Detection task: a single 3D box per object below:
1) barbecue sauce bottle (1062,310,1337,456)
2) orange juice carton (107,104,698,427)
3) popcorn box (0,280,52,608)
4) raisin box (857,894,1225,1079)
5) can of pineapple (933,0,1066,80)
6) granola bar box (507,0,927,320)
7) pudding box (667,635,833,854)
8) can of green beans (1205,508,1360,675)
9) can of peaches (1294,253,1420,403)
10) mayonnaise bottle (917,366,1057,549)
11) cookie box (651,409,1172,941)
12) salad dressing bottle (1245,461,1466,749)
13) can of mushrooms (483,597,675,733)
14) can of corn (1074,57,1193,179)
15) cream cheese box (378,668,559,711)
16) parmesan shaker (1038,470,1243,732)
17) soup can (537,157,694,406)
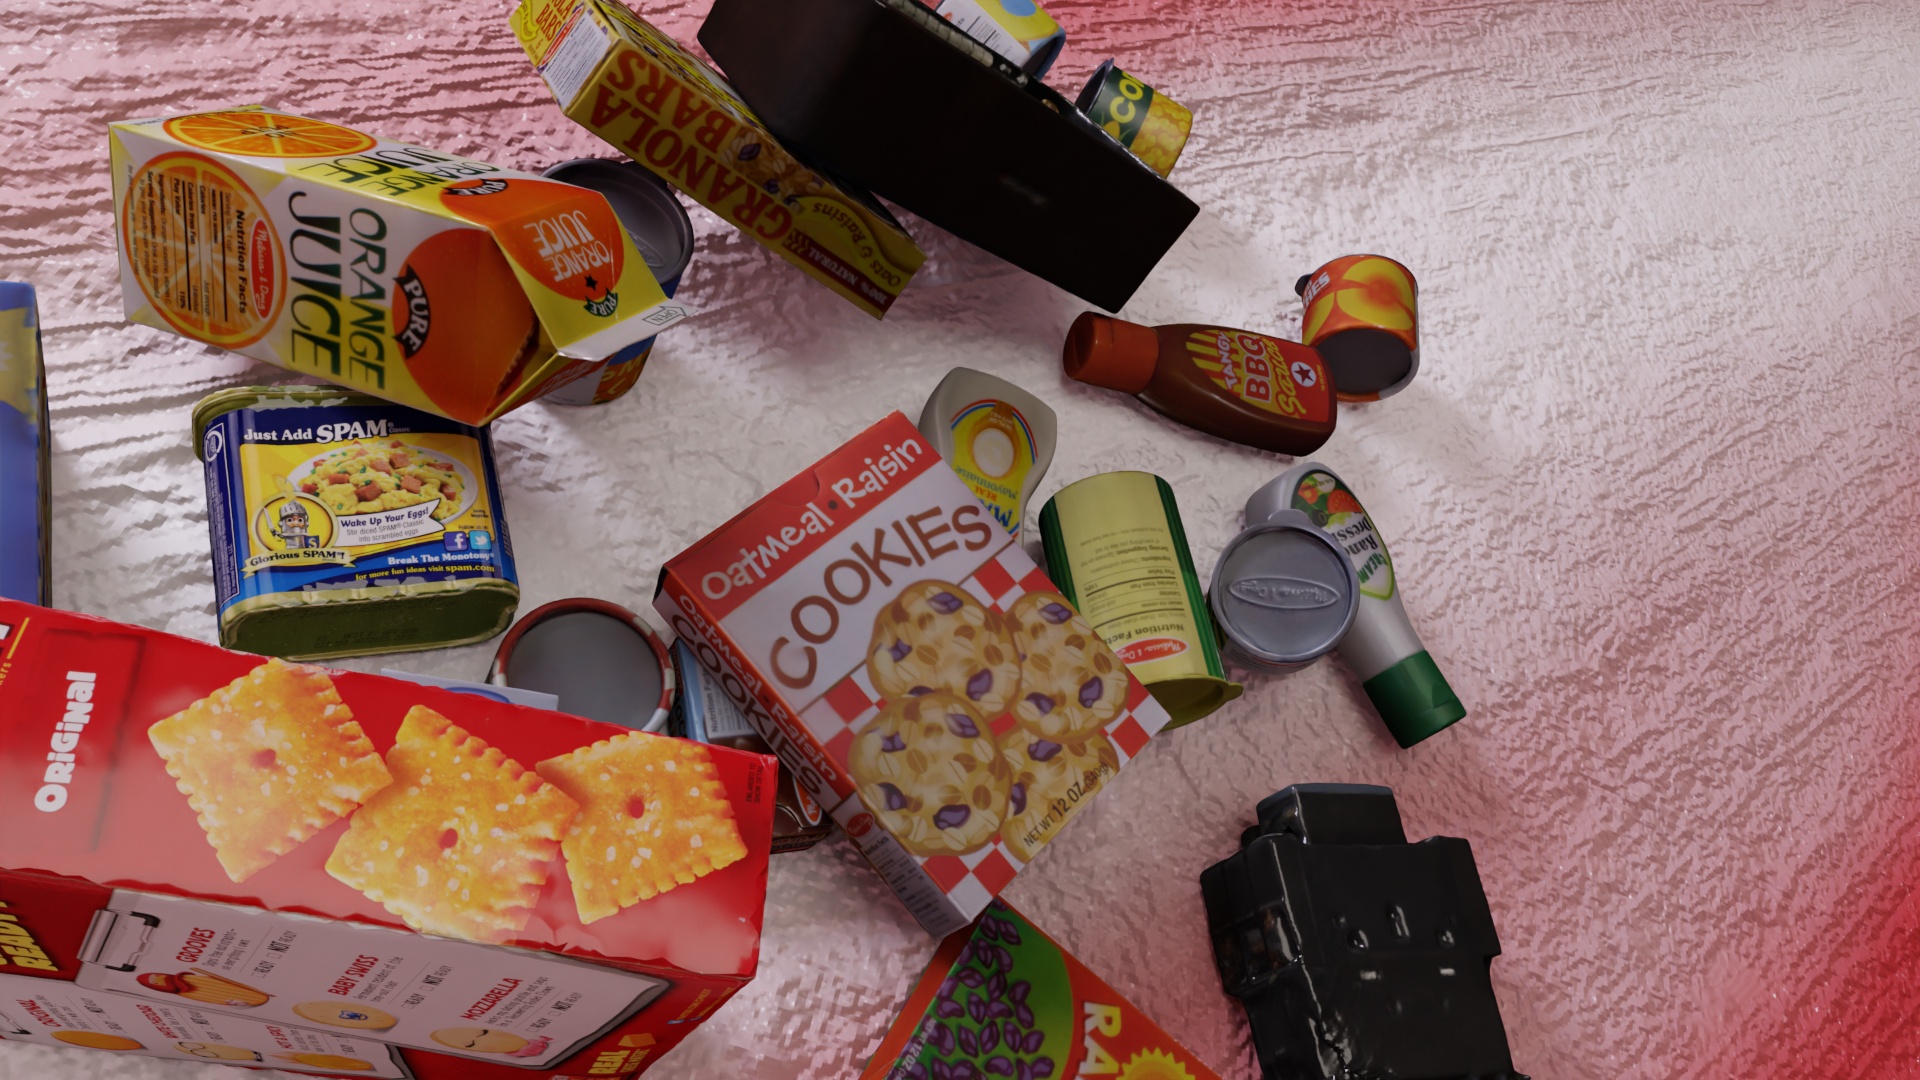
[{"bbox_3d":[0.128,-0.088,0.739,0.149,0.043,0.065,10,58,-22],"label":"barbecue sauce bottle"},{"bbox_3d":[-0.196,-0.097,0.497,0.193,0.072,0.072,16,26,12],"label":"orange juice carton"},{"bbox_3d":[-0.306,-0.007,0.431,0.038,0.084,0.127,-3,62,-31],"label":"popcorn box"},{"bbox_3d":[0.034,0.204,0.510,0.123,0.040,0.086,40,50,-1],"label":"raisin box"},{"bbox_3d":[0.019,-0.283,0.789,0.058,0.070,0.071,44,51,2],"label":"can of pineapple"},{"bbox_3d":[-0.103,-0.174,0.602,0.165,0.039,0.124,28,17,-40],"label":"granola bar box"},{"bbox_3d":[-0.084,0.078,0.532,0.050,0.030,0.084,-1,62,-30],"label":"pudding box"},{"bbox_3d":[0.150,0.028,0.653,0.071,0.057,0.071,-1,78,7],"label":"can of green beans"},{"bbox_3d":[0.228,-0.122,0.801,0.071,0.071,0.058,21,54,-15],"label":"can of peaches"},{"bbox_3d":[0.002,-0.008,0.624,0.065,0.041,0.149,24,53,-13],"label":"mayonnaise bottle"},{"bbox_3d":[-0.017,0.046,0.534,0.123,0.040,0.167,-38,84,-33],"label":"cookie box"},{"bbox_3d":[0.200,0.032,0.703,0.064,0.043,0.148,-17,70,-32],"label":"salad dressing bottle"},{"bbox_3d":[-0.142,0.055,0.514,0.071,0.033,0.071,13,56,-20],"label":"can of mushrooms"},{"bbox_3d":[0.093,-0.232,0.793,0.058,0.070,0.071,27,52,-12],"label":"can of corn"},{"bbox_3d":[-0.164,0.072,0.446,0.053,0.103,0.024,13,62,-20],"label":"cream cheese box"},{"bbox_3d":[0.079,0.028,0.625,0.071,0.071,0.103,4,59,-26],"label":"parmesan shaker"},{"bbox_3d":[-0.152,-0.107,0.576,0.071,0.083,0.071,14,56,-21],"label":"soup can"}]
